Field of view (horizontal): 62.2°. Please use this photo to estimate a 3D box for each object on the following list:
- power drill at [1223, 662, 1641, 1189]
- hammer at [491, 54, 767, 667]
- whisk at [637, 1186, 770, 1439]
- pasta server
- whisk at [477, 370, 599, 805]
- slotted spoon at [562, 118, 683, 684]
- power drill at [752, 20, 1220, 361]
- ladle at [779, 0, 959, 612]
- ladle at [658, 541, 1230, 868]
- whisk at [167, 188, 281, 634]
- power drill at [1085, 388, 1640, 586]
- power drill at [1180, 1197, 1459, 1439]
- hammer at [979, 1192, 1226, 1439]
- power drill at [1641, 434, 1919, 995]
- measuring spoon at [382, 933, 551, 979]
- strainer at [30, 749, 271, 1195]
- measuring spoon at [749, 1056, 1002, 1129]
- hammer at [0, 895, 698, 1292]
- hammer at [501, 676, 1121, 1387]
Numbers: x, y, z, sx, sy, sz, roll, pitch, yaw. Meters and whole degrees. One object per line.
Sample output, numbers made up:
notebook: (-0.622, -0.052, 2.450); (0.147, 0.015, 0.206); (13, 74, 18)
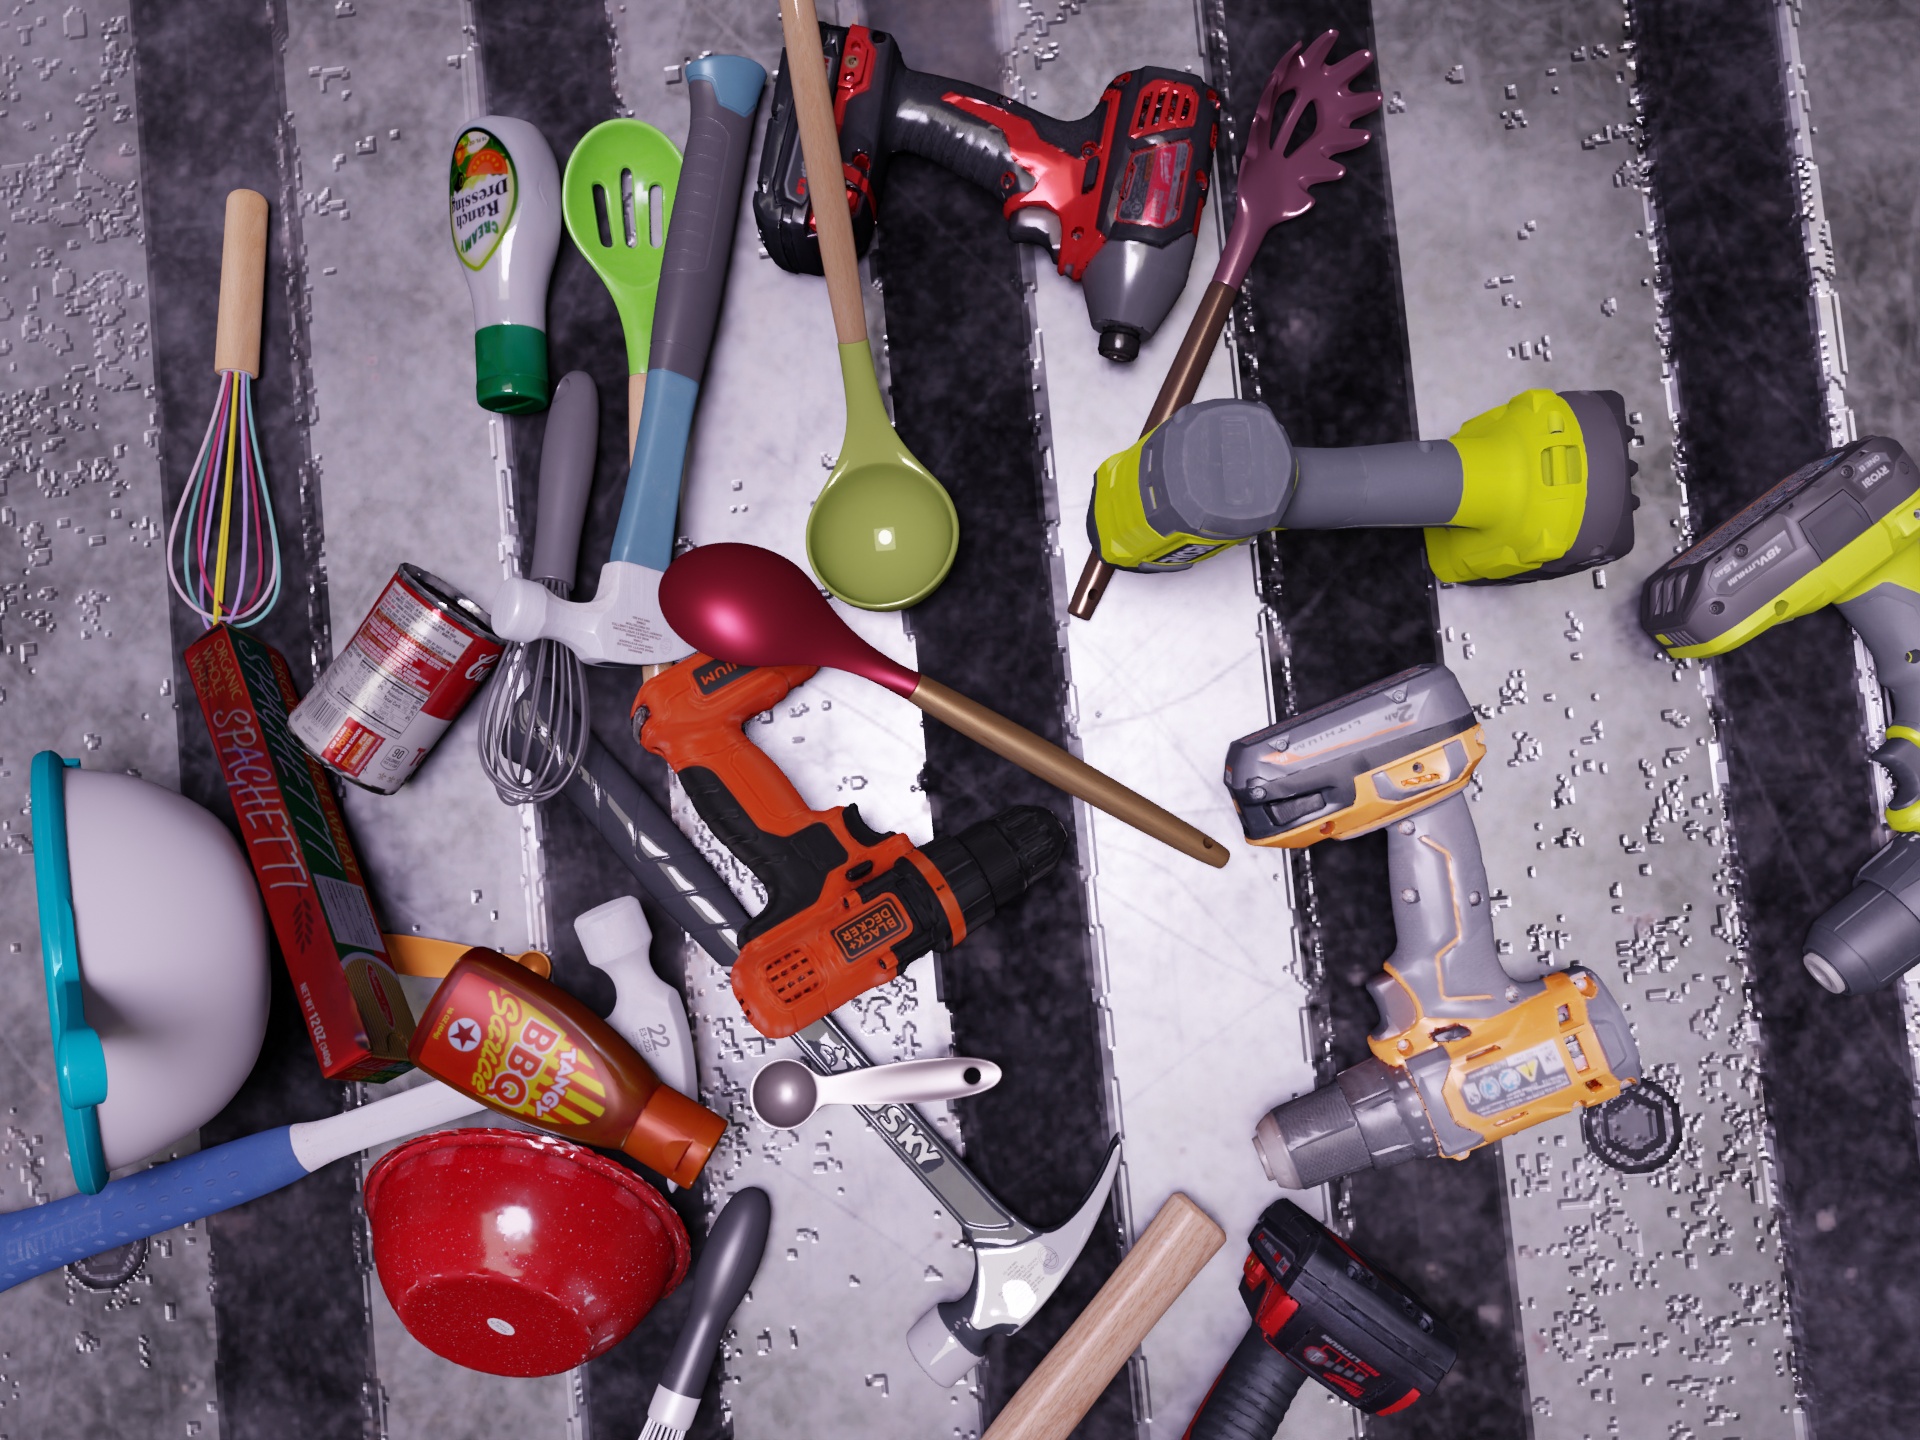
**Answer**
power drill: (0.200, 0.106, 0.772); (0.185, 0.084, 0.226); (-23, 90, 4)
hammer: (-0.145, -0.187, 0.808); (0.128, 0.033, 0.331); (16, 77, -38)
whisk: (-0.152, 0.368, 0.776); (0.070, 0.070, 0.285); (19, 75, 5)
pasta server: (0.126, -0.197, 0.811); (0.060, 0.040, 0.316); (24, 91, -18)
whisk: (-0.207, -0.072, 0.808); (0.055, 0.055, 0.239); (1, 73, 4)
slotted spoon: (-0.167, -0.155, 0.836); (0.070, 0.031, 0.314); (-3, 89, -16)
power drill: (0.014, -0.267, 0.806); (0.219, 0.078, 0.143); (10, 88, 2)
ladle: (-0.056, -0.205, 0.756); (0.078, 0.062, 0.320); (-7, 114, 3)
ladle: (-0.001, -0.002, 0.782); (0.315, 0.031, 0.069); (29, 58, -10)
whisk: (-0.385, -0.164, 0.847); (0.051, 0.047, 0.245); (0, 84, 6)
power drill: (0.175, -0.103, 0.737); (0.223, 0.171, 0.080); (-2, 87, -11)
power drill: (0.124, 0.342, 0.713); (0.080, 0.188, 0.227); (35, 86, 4)
hammer: (0.015, 0.370, 0.770); (0.130, 0.031, 0.331); (43, 81, -11)
power drill: (0.437, 0.000, 0.759); (0.190, 0.080, 0.228); (-37, 88, 1)
measuring spoon: (-0.271, 0.126, 0.840); (0.117, 0.011, 0.021); (5, 89, 8)
strainer: (-0.358, 0.116, 0.720); (0.095, 0.340, 0.211); (-6, 94, -29)
measuring spoon: (-0.041, 0.180, 0.785); (0.124, 0.018, 0.034); (-4, 81, -4)
hammer: (-0.325, 0.221, 0.813); (0.405, 0.035, 0.144); (-20, 94, 7)
hammer: (-0.090, 0.135, 0.812); (0.149, 0.036, 0.409); (-43, 85, 0)
